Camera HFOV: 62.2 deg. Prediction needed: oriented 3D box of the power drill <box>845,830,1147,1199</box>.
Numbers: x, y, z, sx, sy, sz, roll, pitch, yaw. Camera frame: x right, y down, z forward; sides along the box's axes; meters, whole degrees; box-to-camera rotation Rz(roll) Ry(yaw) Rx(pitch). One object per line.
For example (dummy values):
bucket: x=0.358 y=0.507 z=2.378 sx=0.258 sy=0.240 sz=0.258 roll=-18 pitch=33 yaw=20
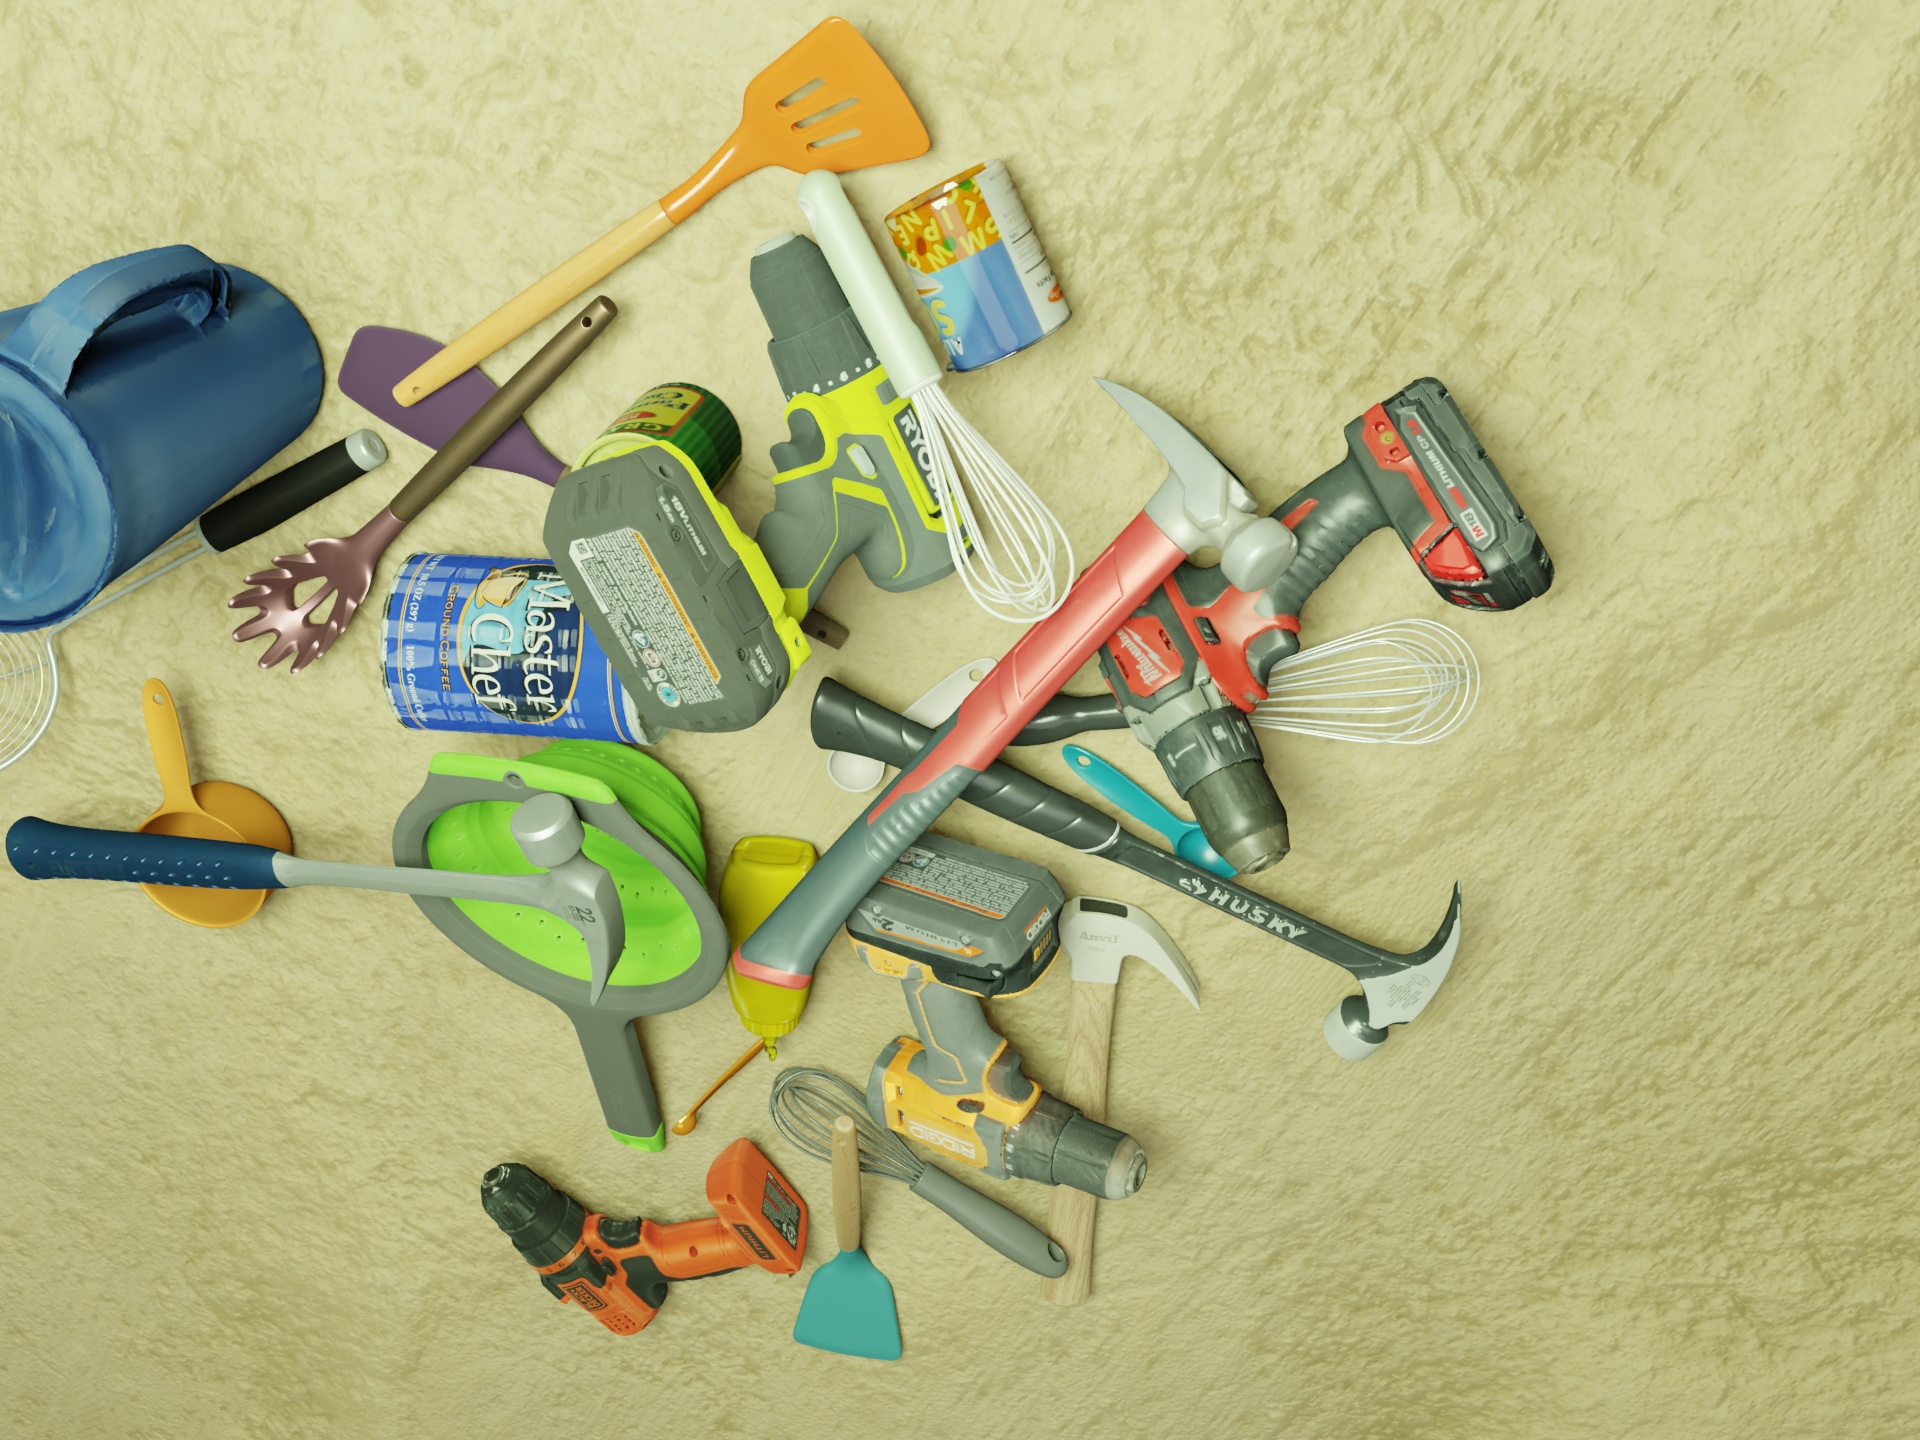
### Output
power drill: x=0.023 y=0.190 z=0.959 sx=0.185 sy=0.084 sz=0.226 roll=15 pitch=128 yaw=27

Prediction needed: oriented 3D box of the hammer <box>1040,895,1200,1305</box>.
hammer: x=0.083 y=0.261 z=1.053 sx=0.130 sy=0.031 sz=0.331 roll=4 pitch=118 yaw=4

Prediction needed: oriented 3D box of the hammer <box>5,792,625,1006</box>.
hammer: x=-0.379 y=0.092 z=0.920 sx=0.405 sy=0.035 sz=0.143 roll=2 pitch=134 yaw=18

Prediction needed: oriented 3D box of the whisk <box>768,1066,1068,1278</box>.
whisk: x=-0.027 y=0.307 z=1.066 sx=0.239 sy=0.055 sz=0.055 roll=34 pitch=116 yaw=-5

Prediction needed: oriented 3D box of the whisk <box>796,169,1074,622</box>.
whisk: x=-0.015 y=-0.160 z=0.789 sx=0.059 sy=0.058 sz=0.246 roll=-30 pitch=97 yaw=-13

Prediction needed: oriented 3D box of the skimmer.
skimmer: x=-0.492 y=-0.074 z=0.909 sx=0.363 sy=0.090 sz=0.127 roll=-23 pitch=103 yaw=16

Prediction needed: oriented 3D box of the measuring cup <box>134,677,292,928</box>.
measuring cup: x=-0.472 y=0.044 z=0.993 sx=0.095 sy=0.052 sz=0.173 roll=2 pitch=115 yaw=5

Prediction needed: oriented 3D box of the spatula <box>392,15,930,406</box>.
spatula: x=-0.169 y=-0.243 z=0.813 sx=0.322 sy=0.041 sz=0.080 roll=-28 pitch=132 yaw=17

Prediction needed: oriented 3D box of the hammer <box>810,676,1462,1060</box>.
hammer: x=0.100 y=0.074 z=0.927 sx=0.409 sy=0.036 sz=0.149 roll=25 pitch=133 yaw=-6

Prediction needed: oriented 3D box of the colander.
colander: x=-0.218 y=0.135 z=1.000 sx=0.204 sy=0.095 sz=0.396 roll=9 pitch=136 yaw=11

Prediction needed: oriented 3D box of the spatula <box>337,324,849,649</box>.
spatula: x=-0.201 y=-0.126 z=0.894 sx=0.316 sy=0.018 sz=0.059 roll=31 pitch=117 yaw=-8

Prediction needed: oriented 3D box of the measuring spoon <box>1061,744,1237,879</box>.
measuring spoon: x=0.116 y=0.049 z=0.953 sx=0.128 sy=0.021 sz=0.042 roll=36 pitch=130 yaw=-2

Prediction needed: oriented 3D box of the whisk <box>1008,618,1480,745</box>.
whisk: x=0.144 y=-0.012 z=0.897 sx=0.284 sy=0.070 sz=0.070 roll=-6 pitch=116 yaw=15

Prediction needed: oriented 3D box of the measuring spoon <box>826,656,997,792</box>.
measuring spoon: x=-0.027 y=-0.001 z=0.944 sx=0.124 sy=0.018 sz=0.034 roll=-36 pitch=108 yaw=14

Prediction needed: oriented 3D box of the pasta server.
pasta server: x=-0.298 y=-0.129 z=0.879 sx=0.316 sy=0.040 sz=0.060 roll=-35 pitch=101 yaw=26

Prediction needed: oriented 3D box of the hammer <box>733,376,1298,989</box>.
hammer: x=-0.001 y=-0.003 z=0.856 sx=0.386 sy=0.038 sz=0.143 roll=-47 pitch=61 yaw=18

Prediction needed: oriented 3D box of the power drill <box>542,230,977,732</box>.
power drill: x=-0.092 y=-0.118 z=0.775 sx=0.080 sy=0.228 sz=0.190 roll=-9 pitch=117 yaw=37

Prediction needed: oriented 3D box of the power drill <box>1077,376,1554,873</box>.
power drill: x=0.184 y=-0.046 z=0.815 sx=0.226 sy=0.080 sz=0.188 roll=-31 pitch=68 yaw=19

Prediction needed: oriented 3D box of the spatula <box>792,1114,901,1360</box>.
spatula: x=-0.077 y=0.354 z=1.079 sx=0.082 sy=0.044 sz=0.317 roll=9 pitch=140 yaw=5

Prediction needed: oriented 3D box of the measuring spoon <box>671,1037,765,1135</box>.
measuring spoon: x=-0.154 y=0.241 z=1.067 sx=0.117 sy=0.021 sz=0.011 roll=-46 pitch=78 yaw=15
